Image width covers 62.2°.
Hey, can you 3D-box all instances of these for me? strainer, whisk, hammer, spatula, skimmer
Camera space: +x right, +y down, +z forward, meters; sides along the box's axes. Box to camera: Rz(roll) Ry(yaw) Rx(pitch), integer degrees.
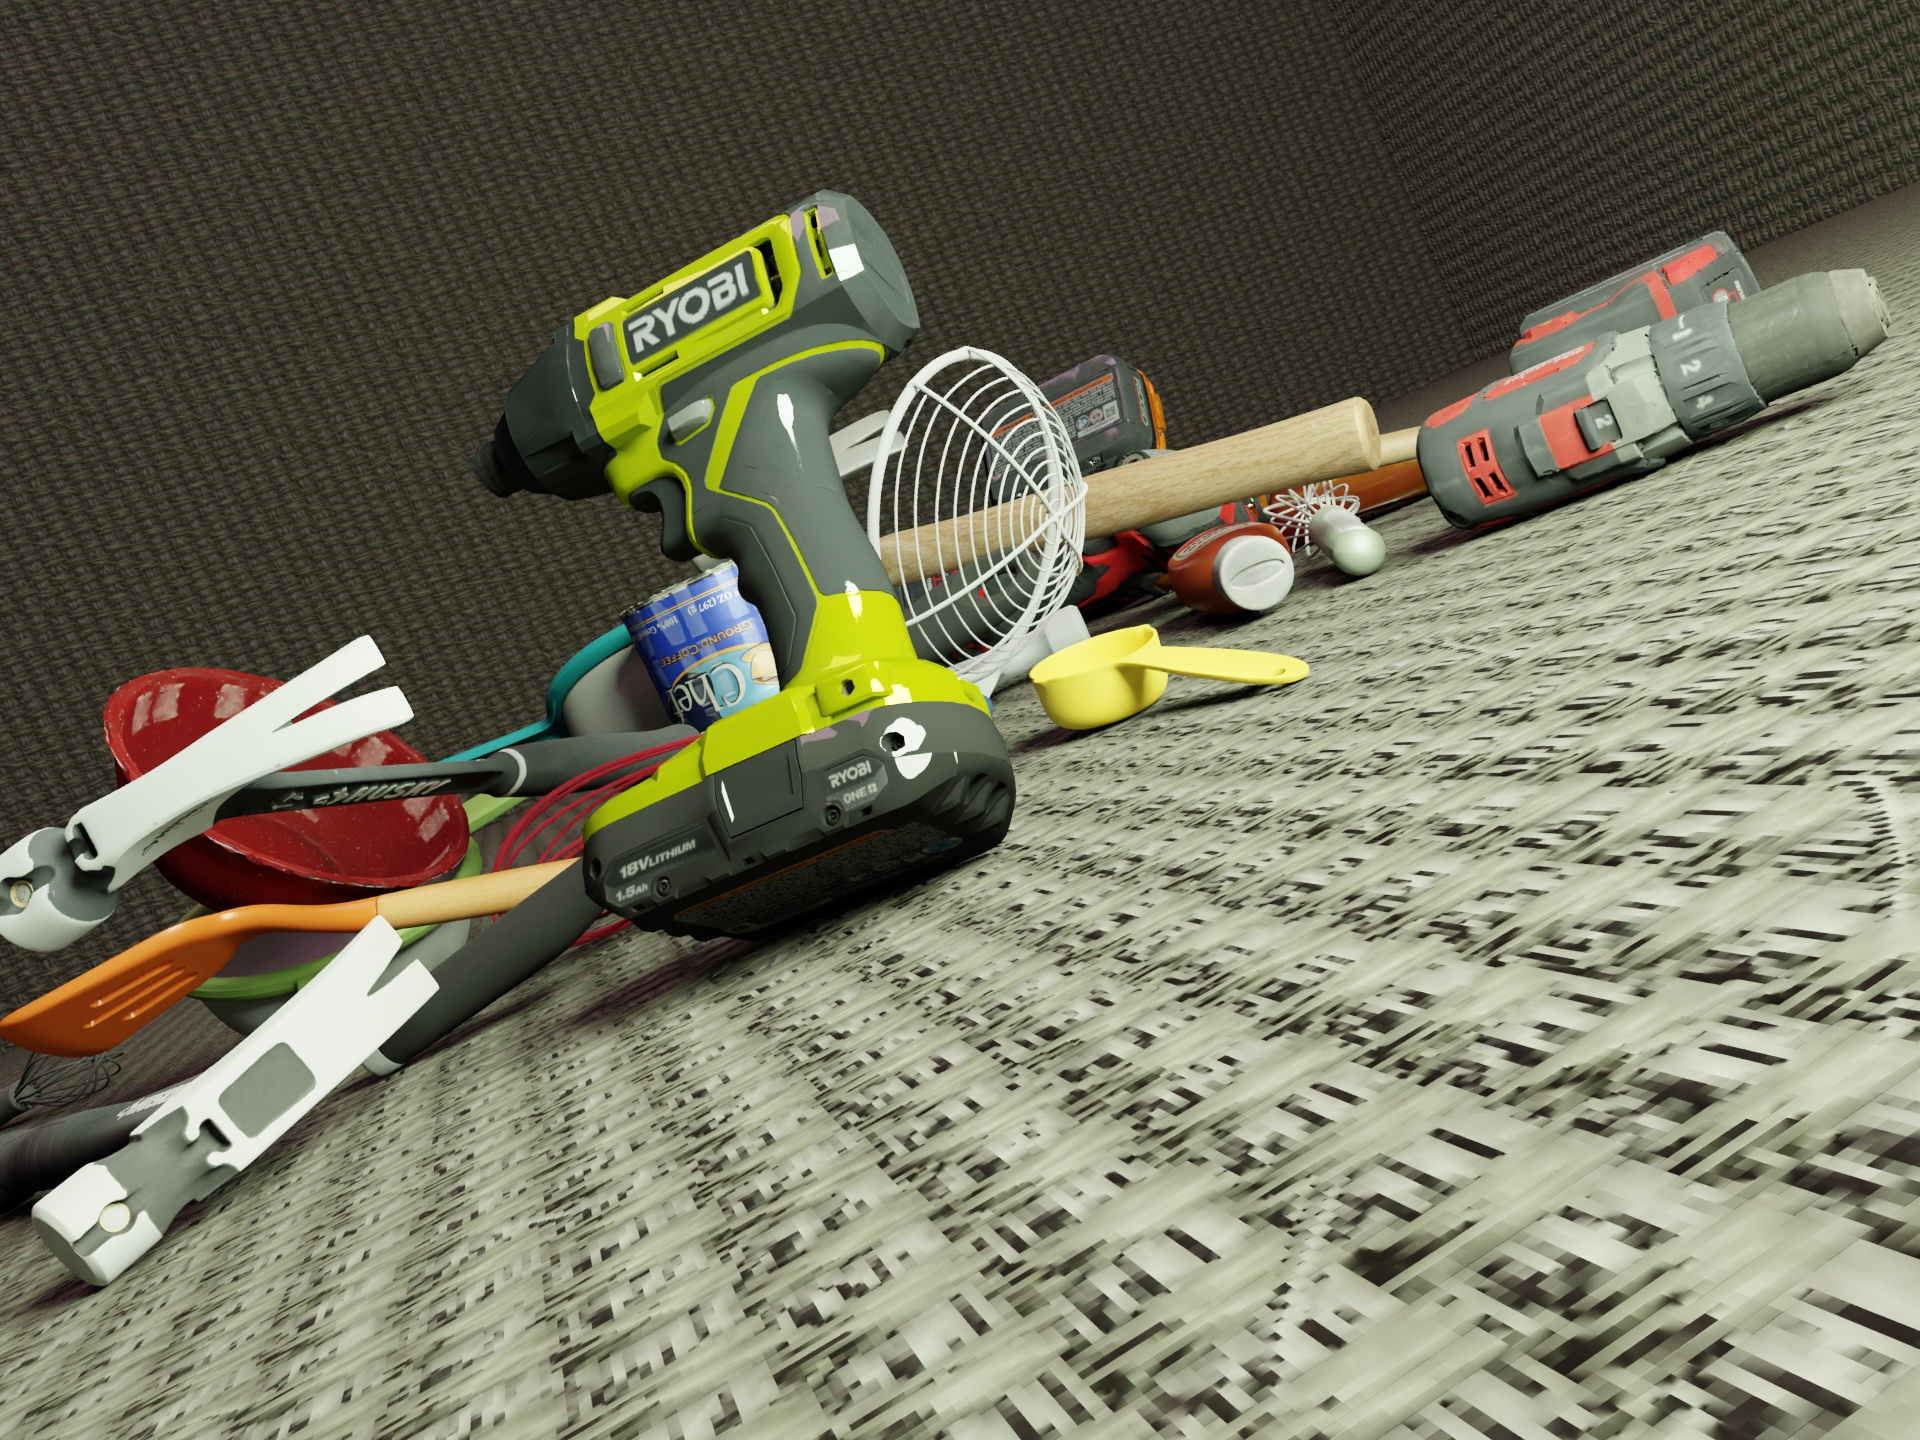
[{"bbox_3d":[-0.219,0.025,1.051,0.340,0.095,0.211,-21,-18,-3],"label":"strainer"},{"bbox_3d":[-0.086,0.007,0.722,0.296,0.073,0.073,-34,7,-6],"label":"whisk"},{"bbox_3d":[-0.673,0.266,1.142,0.239,0.055,0.055,-26,4,31],"label":"whisk"},{"bbox_3d":[-0.001,-0.003,0.805,0.144,0.035,0.405,-24,6,7],"label":"hammer"},{"bbox_3d":[-0.212,0.084,0.653,0.322,0.041,0.081,-10,-19,-8],"label":"spatula"},{"bbox_3d":[-0.059,-0.094,1.115,0.149,0.037,0.358,-31,-21,5],"label":"hammer"},{"bbox_3d":[-0.272,0.091,0.807,0.151,0.069,0.256,2,25,31],"label":"strainer"},{"bbox_3d":[-0.325,0.158,0.621,0.335,0.035,0.146,-22,17,44],"label":"hammer"},{"bbox_3d":[0.203,-0.107,0.871,0.058,0.059,0.246,4,13,5],"label":"whisk"},{"bbox_3d":[-0.203,0.020,0.686,0.149,0.036,0.409,-32,-6,12],"label":"hammer"},{"bbox_3d":[0.053,-0.104,0.826,0.331,0.130,0.031,-11,11,30],"label":"hammer"},{"bbox_3d":[-0.098,0.002,0.622,0.363,0.090,0.127,-37,-40,5],"label":"skimmer"}]

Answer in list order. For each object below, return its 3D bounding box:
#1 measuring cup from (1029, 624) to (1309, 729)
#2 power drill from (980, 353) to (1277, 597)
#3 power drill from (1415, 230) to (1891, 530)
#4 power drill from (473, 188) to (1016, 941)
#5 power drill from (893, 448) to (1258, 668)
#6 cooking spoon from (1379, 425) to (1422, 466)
[{"bbox_3d":[0.085,-0.013,0.635,0.062,0.029,0.157,-27,18,-26],"label":"measuring cup"},{"bbox_3d":[0.109,-0.151,1.102,0.164,0.084,0.226,-22,-27,29],"label":"power drill"},{"bbox_3d":[0.327,-0.166,0.738,0.188,0.080,0.227,-21,10,36],"label":"power drill"},{"bbox_3d":[-0.079,-0.047,0.533,0.171,0.223,0.080,-23,-22,18],"label":"power drill"},{"bbox_3d":[0.068,-0.102,1.005,0.219,0.079,0.143,-21,-25,26],"label":"power drill"},{"bbox_3d":[0.291,-0.164,0.894,0.319,0.017,0.069,-15,6,-12],"label":"cooking spoon"}]
